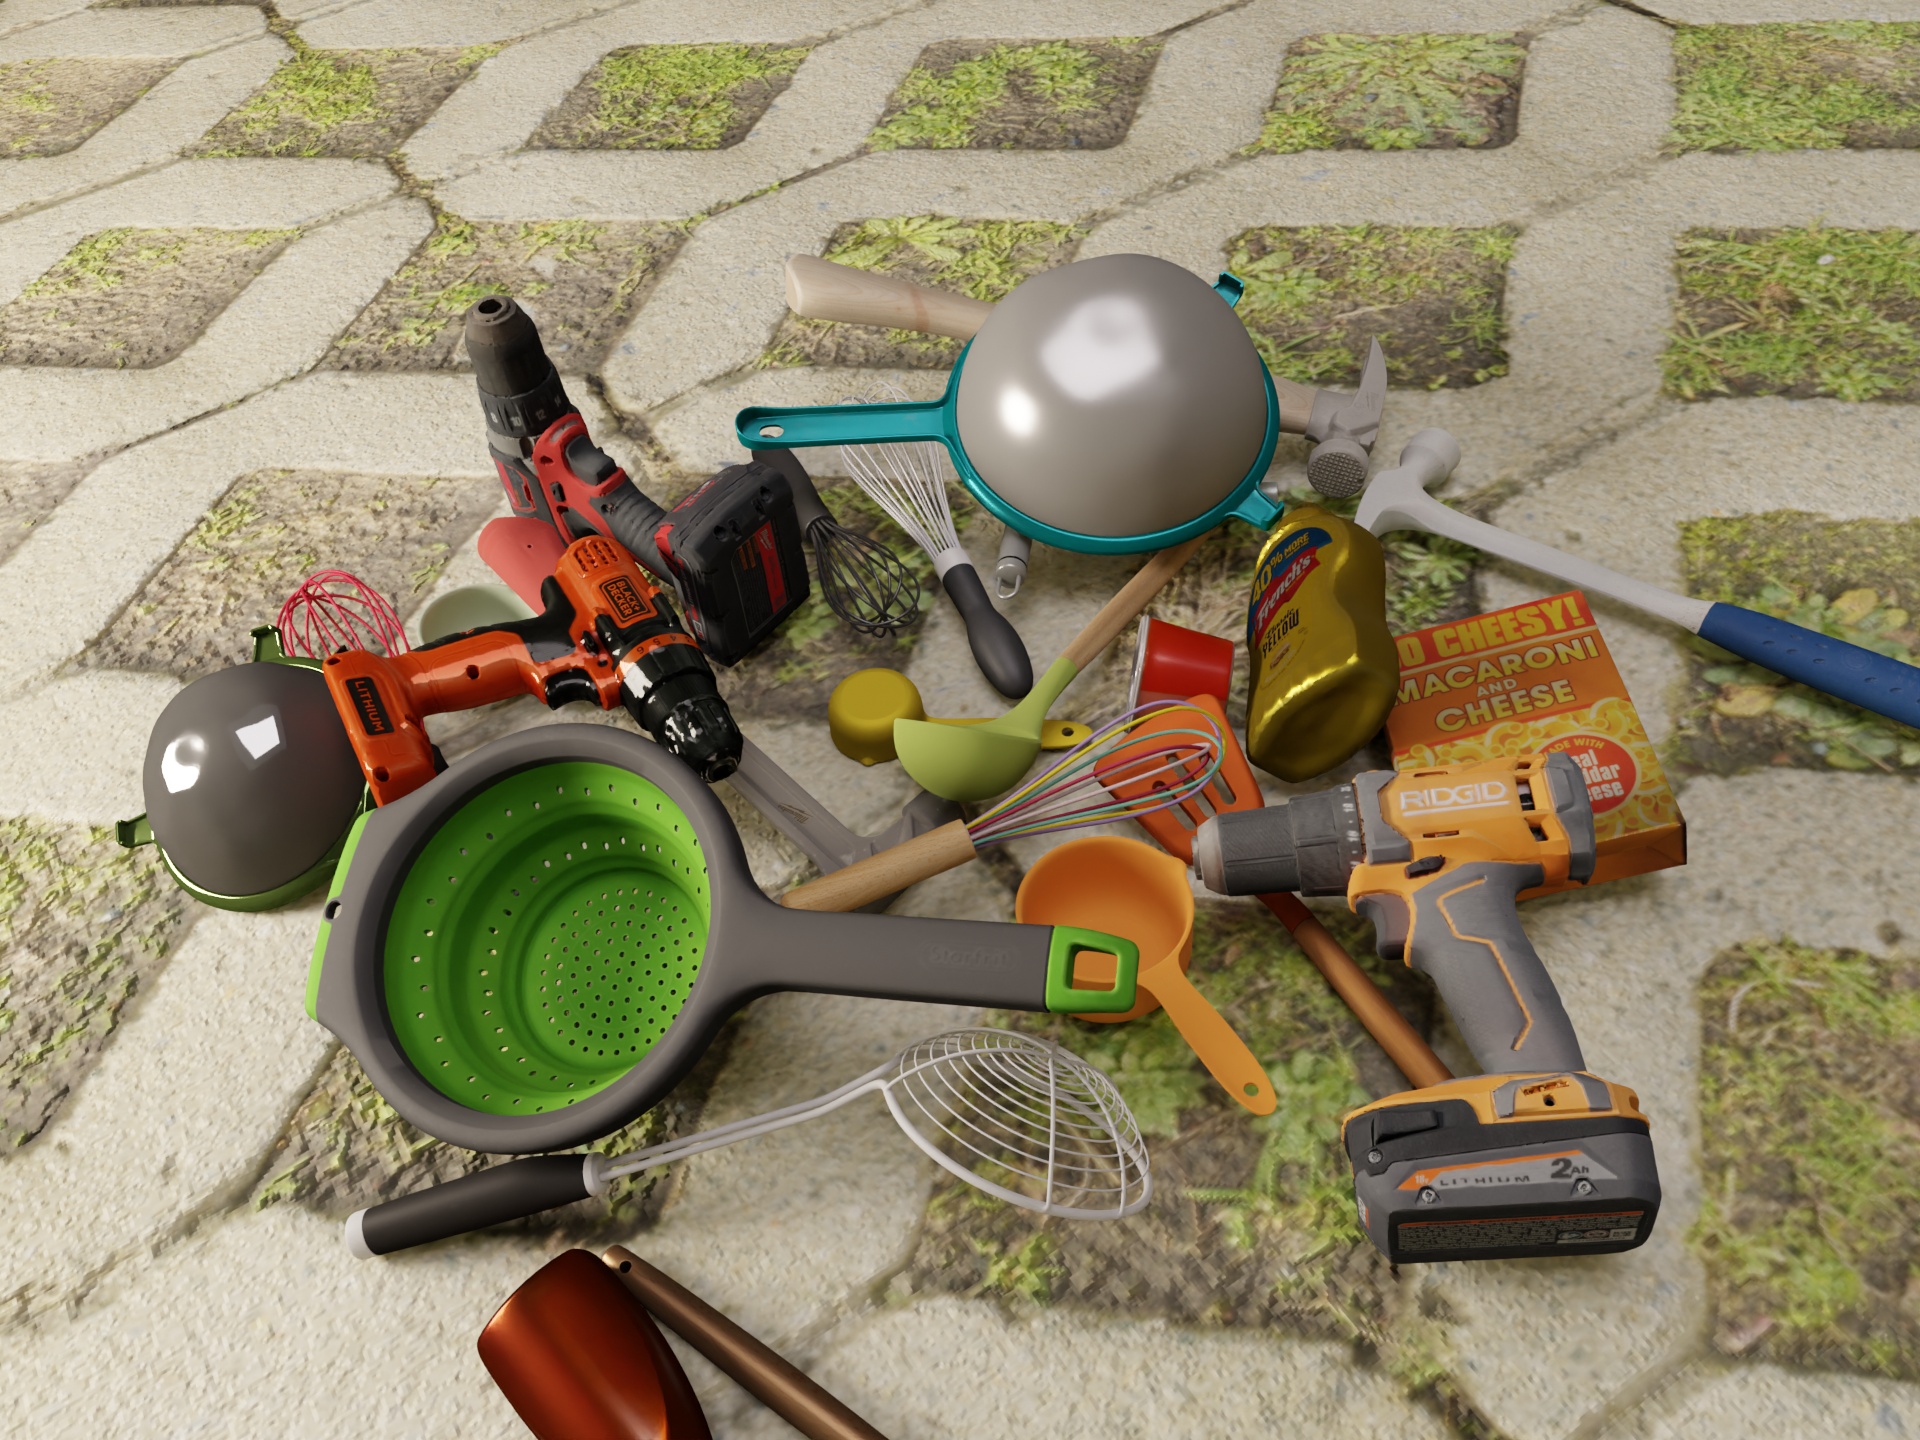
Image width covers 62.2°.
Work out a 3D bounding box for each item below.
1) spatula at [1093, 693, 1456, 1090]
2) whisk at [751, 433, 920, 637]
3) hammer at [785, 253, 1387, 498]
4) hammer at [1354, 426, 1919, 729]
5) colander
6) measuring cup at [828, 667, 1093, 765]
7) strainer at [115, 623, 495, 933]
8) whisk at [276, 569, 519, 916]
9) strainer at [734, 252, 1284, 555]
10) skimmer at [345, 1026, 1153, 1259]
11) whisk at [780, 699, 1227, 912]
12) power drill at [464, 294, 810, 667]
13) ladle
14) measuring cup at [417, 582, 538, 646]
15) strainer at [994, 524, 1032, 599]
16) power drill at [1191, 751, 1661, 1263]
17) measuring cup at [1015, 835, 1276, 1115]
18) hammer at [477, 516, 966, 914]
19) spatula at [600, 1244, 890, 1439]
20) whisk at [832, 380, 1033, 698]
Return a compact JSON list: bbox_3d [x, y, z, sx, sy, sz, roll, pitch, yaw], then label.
[{"bbox_3d":[0.182,0.115,0.781,0.081,0.041,0.323,-32,52,-6],"label":"spatula"},{"bbox_3d":[-0.088,-0.127,1.032,0.055,0.055,0.239,-23,45,-13],"label":"whisk"},{"bbox_3d":[0.081,-0.257,1.075,0.410,0.038,0.146,17,48,8],"label":"hammer"},{"bbox_3d":[0.415,-0.058,0.913,0.406,0.035,0.144,27,56,28],"label":"hammer"},{"bbox_3d":[-0.108,0.114,0.752,0.397,0.094,0.205,2,68,16],"label":"colander"},{"bbox_3d":[-0.001,-0.003,0.917,0.156,0.029,0.062,3,48,12],"label":"measuring cup"},{"bbox_3d":[-0.357,0.049,0.859,0.256,0.069,0.151,28,81,23],"label":"strainer"},{"bbox_3d":[-0.325,0.010,0.932,0.073,0.073,0.296,-31,58,-20],"label":"whisk"},{"bbox_3d":[0.029,-0.208,0.964,0.340,0.095,0.211,-3,64,-1],"label":"strainer"},{"bbox_3d":[-0.099,0.216,0.720,0.363,0.090,0.127,-17,9,7],"label":"skimmer"},{"bbox_3d":[0.026,0.055,0.810,0.245,0.047,0.051,-22,50,-5],"label":"whisk"},{"bbox_3d":[-0.208,-0.150,0.976,0.227,0.187,0.080,30,60,25],"label":"power drill"},{"bbox_3d":[0.072,-0.055,0.920,0.078,0.062,0.320,8,38,37],"label":"ladle"},{"bbox_3d":[-0.253,-0.029,0.974,0.167,0.038,0.083,23,48,8],"label":"measuring cup"},{"bbox_3d":[0.046,-0.162,1.037,0.087,0.050,0.259,0,45,12],"label":"strainer"},{"bbox_3d":[0.202,0.120,0.716,0.185,0.084,0.226,-7,53,11],"label":"power drill"},{"bbox_3d":[0.094,0.133,0.769,0.095,0.052,0.174,-27,52,-17],"label":"measuring cup"},{"bbox_3d":[-0.171,-0.004,0.910,0.149,0.036,0.359,-38,62,-25],"label":"hammer"},{"bbox_3d":[-0.033,0.295,0.643,0.318,0.044,0.082,25,59,27],"label":"spatula"},{"bbox_3d":[-0.015,-0.118,1.011,0.070,0.070,0.285,-20,54,-11],"label":"whisk"}]
